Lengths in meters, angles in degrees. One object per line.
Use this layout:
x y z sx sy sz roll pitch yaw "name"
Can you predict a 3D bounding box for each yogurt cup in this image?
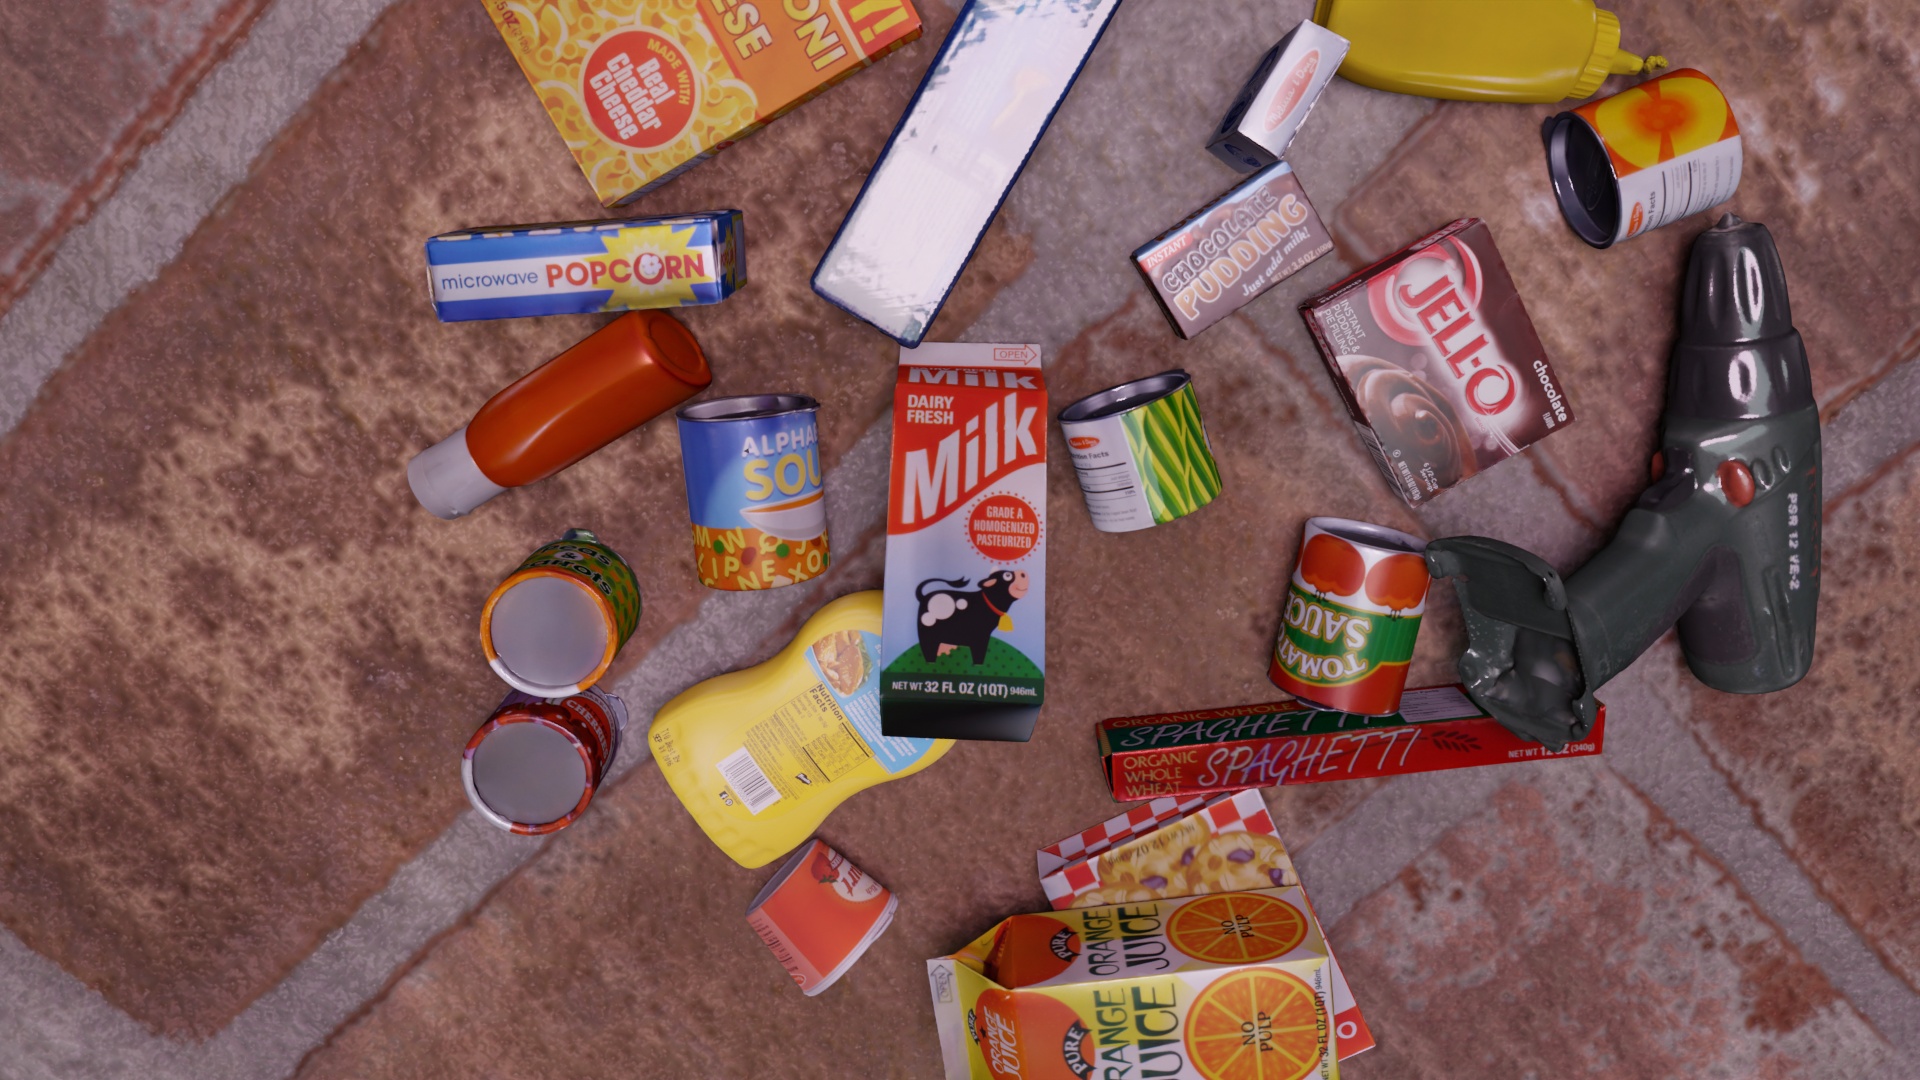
-0.075 0.194 0.725 0.054 0.072 0.072 45 100 -2 "yogurt cup"

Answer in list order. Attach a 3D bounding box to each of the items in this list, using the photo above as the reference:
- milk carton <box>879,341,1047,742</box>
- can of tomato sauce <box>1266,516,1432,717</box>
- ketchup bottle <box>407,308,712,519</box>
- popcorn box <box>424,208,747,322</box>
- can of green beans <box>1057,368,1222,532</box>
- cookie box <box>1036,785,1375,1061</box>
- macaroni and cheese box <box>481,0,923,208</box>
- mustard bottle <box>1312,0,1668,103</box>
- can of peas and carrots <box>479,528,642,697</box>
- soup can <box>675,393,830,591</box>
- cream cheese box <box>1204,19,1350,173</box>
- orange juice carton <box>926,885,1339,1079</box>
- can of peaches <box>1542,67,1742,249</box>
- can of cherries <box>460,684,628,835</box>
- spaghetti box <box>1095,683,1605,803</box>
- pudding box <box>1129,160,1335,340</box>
0.002 -0.008 0.647 0.072 0.073 0.191 2 69 -2 "milk carton"
0.192 0.036 0.686 0.071 0.071 0.083 10 103 -3 "can of tomato sauce"
-0.195 -0.058 0.664 0.148 0.065 0.043 -28 79 14 "ketchup bottle"
-0.166 -0.127 0.633 0.127 0.085 0.038 -4 105 0 "popcorn box"
0.087 -0.043 0.667 0.071 0.071 0.057 -19 104 4 "can of green beans"
0.131 0.219 0.746 0.123 0.040 0.167 -25 102 5 "cookie box"
-0.118 -0.246 0.628 0.166 0.040 0.123 -28 102 6 "macaroni and cheese box"
0.243 -0.229 0.632 0.160 0.049 0.065 11 104 -4 "mustard bottle"
-0.196 0.035 0.686 0.071 0.059 0.070 0 104 -1 "can of peas and carrots"
-0.096 -0.024 0.668 0.071 0.071 0.083 -5 105 1 "soup can"
0.137 -0.193 0.611 0.024 0.104 0.053 31 101 -4 "cream cheese box"
0.083 0.229 0.689 0.193 0.073 0.071 -7 103 3 "orange juice carton"
0.312 -0.177 0.638 0.058 0.071 0.071 -20 103 4 "can of peaches"
-0.209 0.106 0.703 0.071 0.058 0.071 0 104 0 "can of cherries"
0.195 0.100 0.712 0.250 0.050 0.028 -6 103 1 "spaghetti box"
0.129 -0.139 0.662 0.083 0.030 0.049 -32 101 7 "pudding box"
